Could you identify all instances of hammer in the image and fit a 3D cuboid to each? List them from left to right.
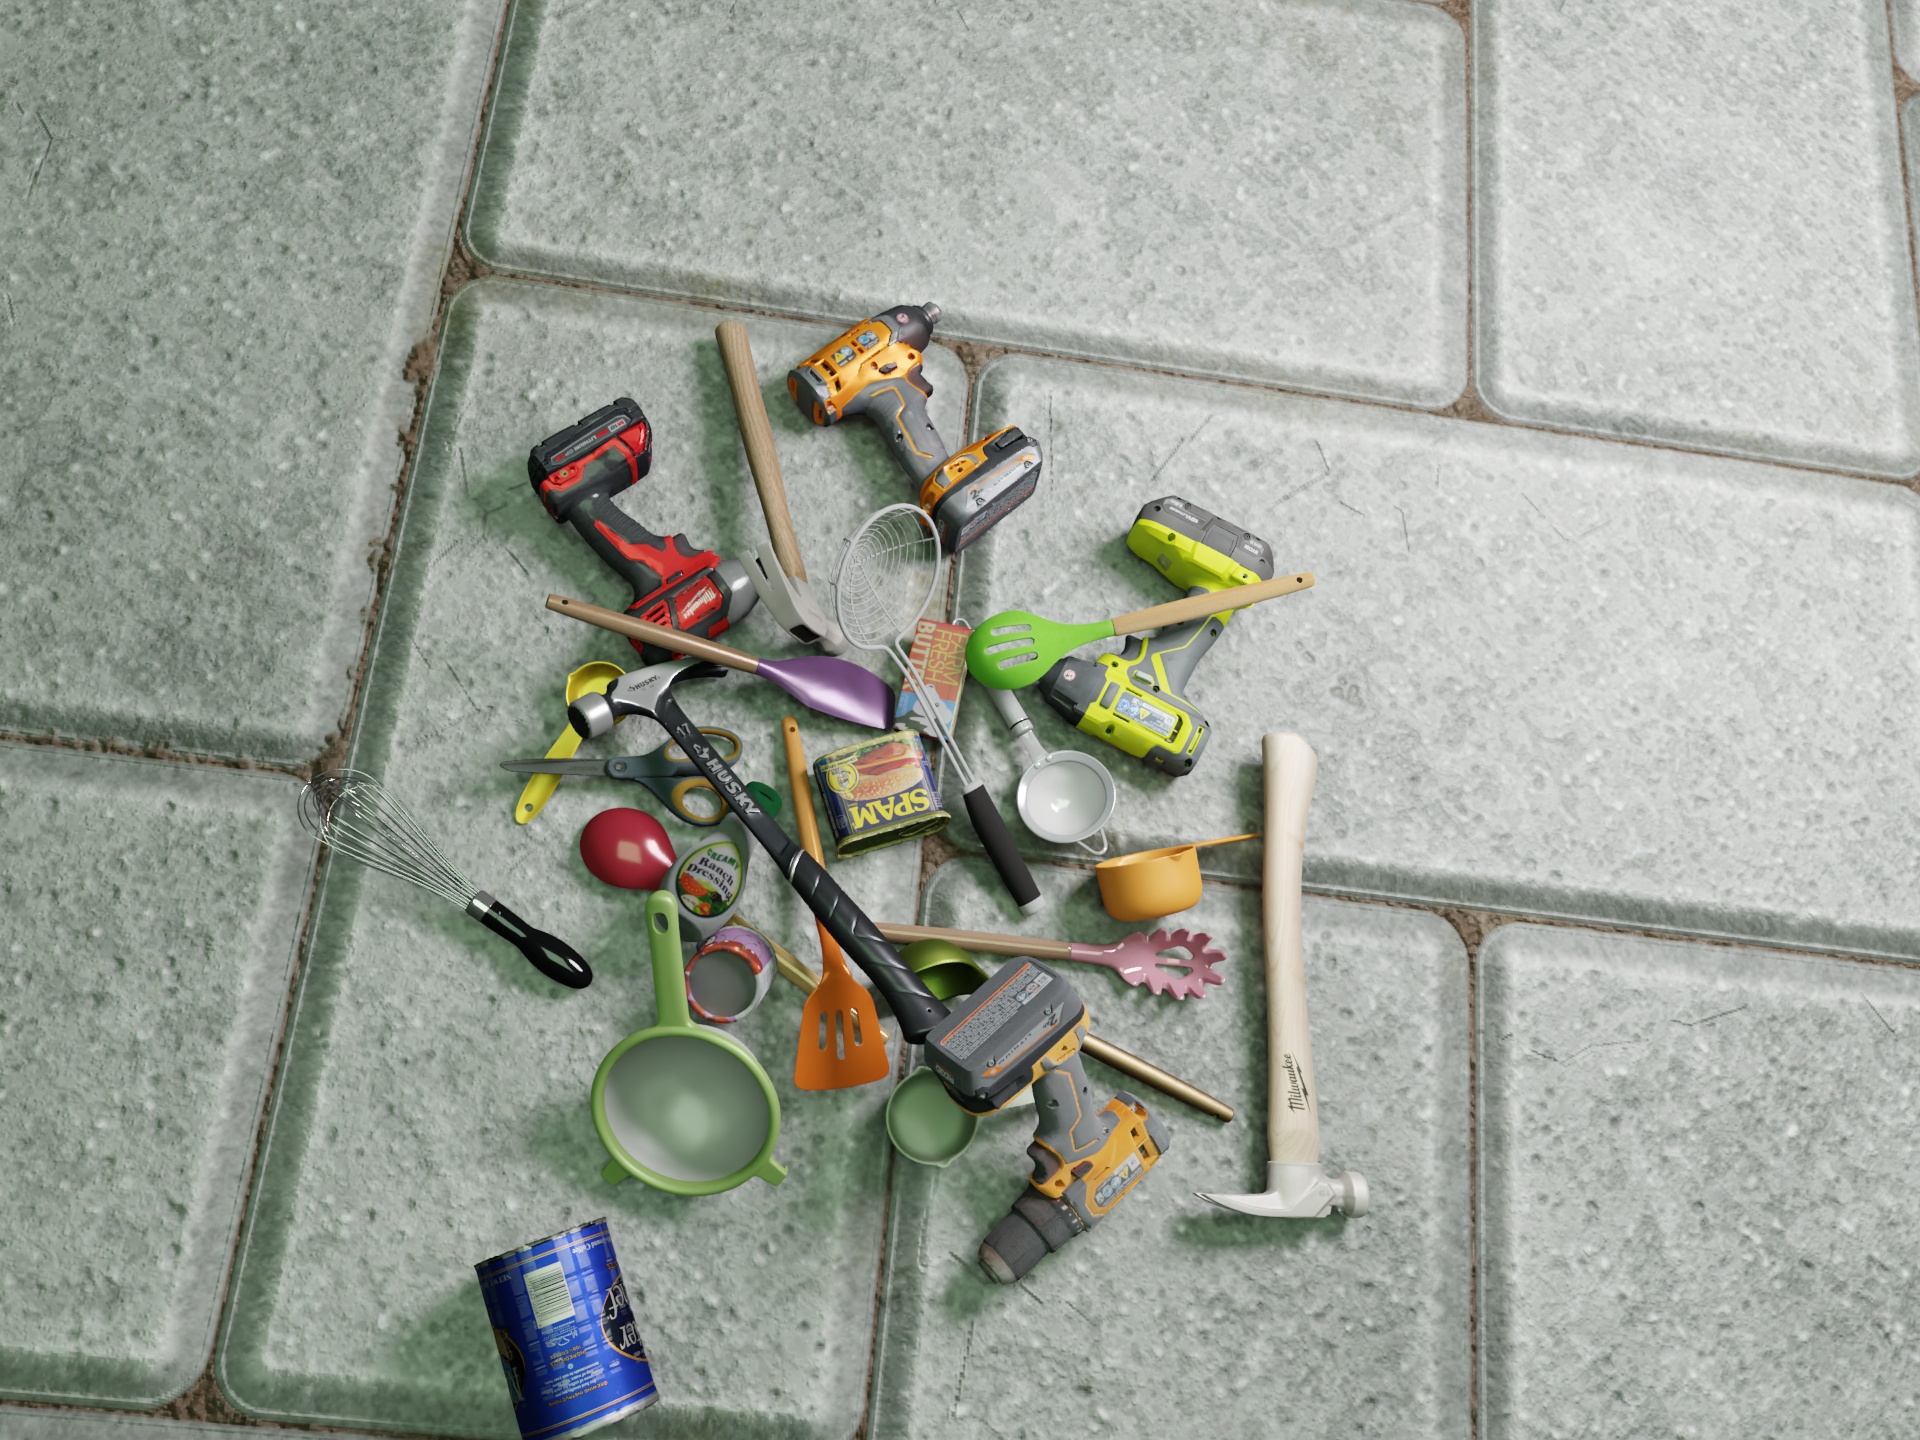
[{"bbox_3d":[-0.175,-0.220,1.427,0.031,0.130,0.332,-23,67,17],"label":"hammer"},{"bbox_3d":[-0.143,0.103,1.303,0.149,0.036,0.409,-31,70,-36],"label":"hammer"},{"bbox_3d":[0.270,0.211,1.363,0.146,0.038,0.411,5,75,-13],"label":"hammer"}]

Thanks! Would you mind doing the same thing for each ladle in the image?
[{"bbox_3d":[-0.188,0.176,1.337,0.315,0.031,0.069,36,71,2],"label":"ladle"},{"bbox_3d":[0.085,0.270,1.330,0.320,0.078,0.062,28,45,-4],"label":"ladle"}]

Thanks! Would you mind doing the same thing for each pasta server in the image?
[{"bbox_3d":[0.068,0.194,1.358,0.316,0.040,0.060,7,83,-4],"label":"pasta server"}]

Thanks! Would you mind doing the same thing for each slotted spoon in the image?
[{"bbox_3d":[0.157,-0.089,1.389,0.313,0.031,0.070,-13,77,-2],"label":"slotted spoon"}]

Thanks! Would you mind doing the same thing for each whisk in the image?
[{"bbox_3d":[-0.421,0.135,1.306,0.284,0.070,0.070,36,72,0],"label":"whisk"}]

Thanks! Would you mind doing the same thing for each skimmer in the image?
[{"bbox_3d":[-0.002,-0.004,1.347,0.127,0.090,0.363,-29,92,-41],"label":"skimmer"}]

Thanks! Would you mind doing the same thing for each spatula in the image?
[{"bbox_3d":[-0.199,-0.056,1.364,0.315,0.018,0.060,17,57,-21],"label":"spatula"},{"bbox_3d":[-0.122,0.147,1.344,0.081,0.041,0.323,-4,65,-19],"label":"spatula"}]

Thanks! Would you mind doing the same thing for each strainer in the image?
[{"bbox_3d":[-0.216,0.246,1.251,0.151,0.069,0.256,-2,106,7],"label":"strainer"},{"bbox_3d":[0.060,0.014,1.411,0.087,0.050,0.259,-29,73,-6],"label":"strainer"}]

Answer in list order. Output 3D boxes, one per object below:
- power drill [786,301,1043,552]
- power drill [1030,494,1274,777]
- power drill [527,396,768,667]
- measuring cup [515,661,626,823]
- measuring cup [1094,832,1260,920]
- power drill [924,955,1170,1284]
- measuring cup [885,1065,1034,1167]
[{"bbox_3d":[-0.028,-0.283,1.470,0.164,0.084,0.226,-40,78,-17],"label":"power drill"},{"bbox_3d":[0.174,-0.082,1.438,0.171,0.080,0.223,28,75,1],"label":"power drill"},{"bbox_3d":[-0.271,-0.166,1.405,0.143,0.078,0.220,-34,83,-15],"label":"power drill"},{"bbox_3d":[-0.336,0.021,1.370,0.062,0.029,0.156,31,84,0],"label":"measuring cup"},{"bbox_3d":[0.198,0.135,1.382,0.173,0.095,0.052,-9,88,-31],"label":"measuring cup"},{"bbox_3d":[0.055,0.322,1.250,0.185,0.084,0.226,-39,121,-18],"label":"power drill"},{"bbox_3d":[0.018,0.317,1.316,0.167,0.038,0.083,-12,75,-13],"label":"measuring cup"}]
